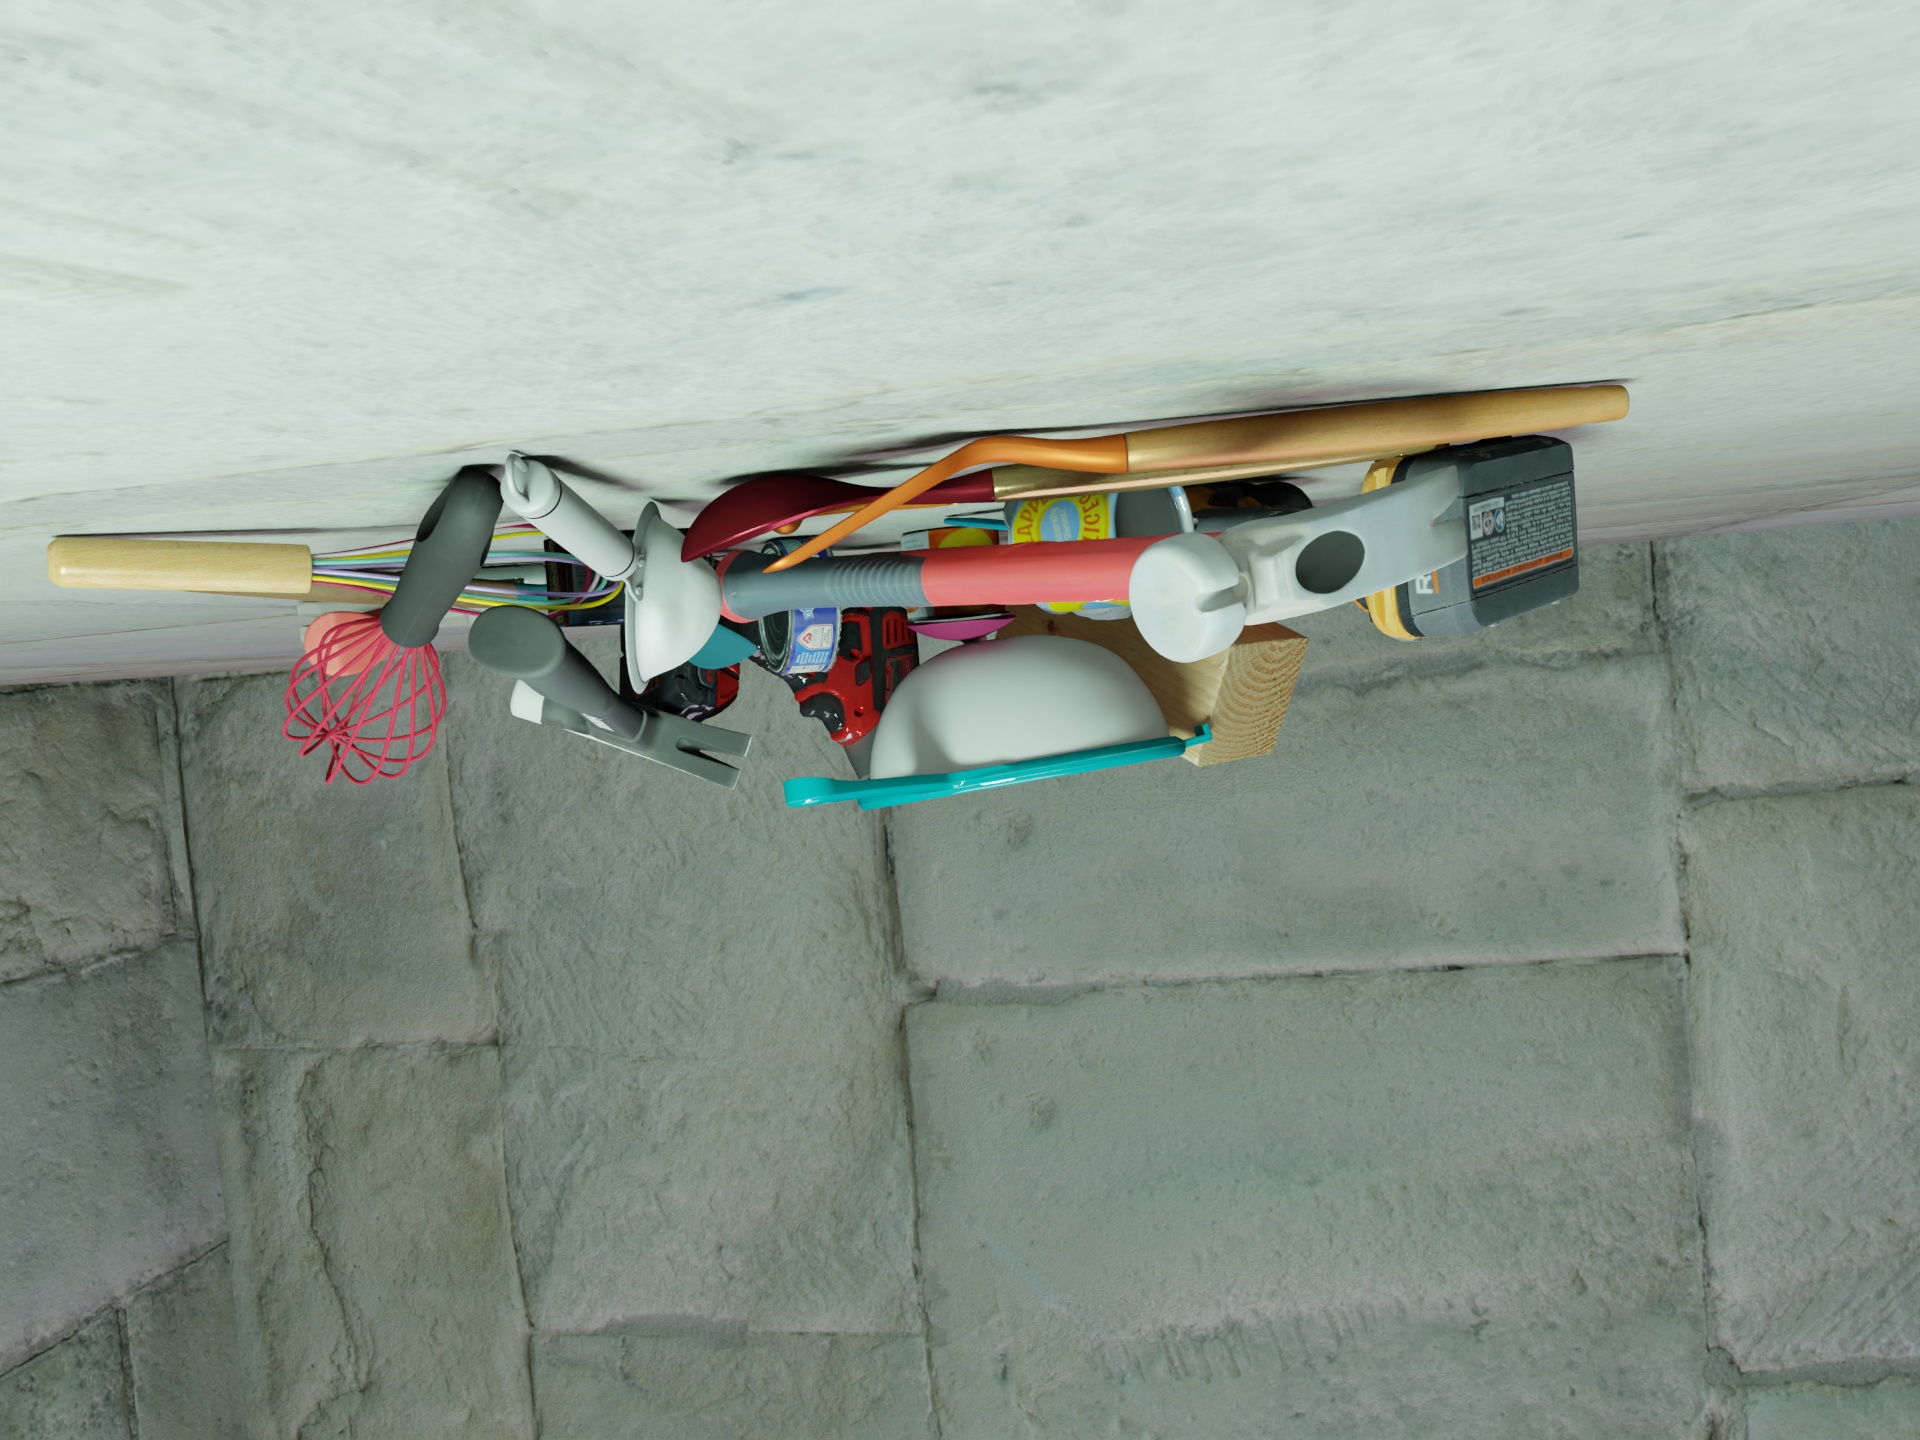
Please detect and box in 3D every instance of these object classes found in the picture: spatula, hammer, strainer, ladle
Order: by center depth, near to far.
[{"bbox_3d":[0.086,-0.092,0.589,0.322,0.041,0.081,-6,-172,0],"label":"spatula"},{"bbox_3d":[-0.137,-0.064,0.650,0.050,0.087,0.258,3,173,5],"label":"strainer"},{"bbox_3d":[0.039,-0.099,0.656,0.315,0.031,0.069,-7,-172,0],"label":"ladle"},{"bbox_3d":[0.016,-0.064,0.659,0.143,0.038,0.386,-19,-166,-33],"label":"hammer"},{"bbox_3d":[-0.191,-0.013,0.831,0.146,0.035,0.334,19,172,-2],"label":"hammer"},{"bbox_3d":[-0.272,-0.060,0.878,0.317,0.044,0.082,1,172,-29],"label":"spatula"},{"bbox_3d":[-0.002,-0.003,0.957,0.211,0.095,0.340,-11,176,31],"label":"strainer"},{"bbox_3d":[-0.397,-0.062,1.060,0.149,0.036,0.359,-6,-172,-11],"label":"hammer"}]

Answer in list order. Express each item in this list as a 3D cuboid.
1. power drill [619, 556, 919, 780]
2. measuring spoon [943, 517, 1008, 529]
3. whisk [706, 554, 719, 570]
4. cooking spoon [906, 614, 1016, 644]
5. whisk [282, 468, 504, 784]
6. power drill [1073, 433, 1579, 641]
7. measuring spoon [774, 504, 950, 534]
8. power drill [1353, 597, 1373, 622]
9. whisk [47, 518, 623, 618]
[{"bbox_3d":[-0.118,-0.026,1.088,0.219,0.143,0.078,13,155,-40],"label":"power drill"},{"bbox_3d":[0.037,-0.118,0.898,0.129,0.021,0.042,10,-167,43],"label":"measuring spoon"},{"bbox_3d":[-0.225,-0.086,1.014,0.239,0.055,0.055,4,-172,44],"label":"whisk"},{"bbox_3d":[0.006,-0.060,1.094,0.069,0.017,0.319,-5,-179,3],"label":"cooking spoon"},{"bbox_3d":[-0.235,-0.034,0.669,0.073,0.073,0.296,-6,165,-32],"label":"whisk"},{"bbox_3d":[0.180,-0.091,0.777,0.226,0.084,0.185,4,-165,45],"label":"power drill"},{"bbox_3d":[-0.045,-0.106,0.816,0.117,0.011,0.021,-4,-177,15],"label":"measuring spoon"},{"bbox_3d":[0.217,-0.105,1.013,0.164,0.084,0.226,-7,-172,-39],"label":"power drill"},{"bbox_3d":[-0.272,-0.070,0.720,0.245,0.047,0.051,-1,168,-30],"label":"whisk"}]
